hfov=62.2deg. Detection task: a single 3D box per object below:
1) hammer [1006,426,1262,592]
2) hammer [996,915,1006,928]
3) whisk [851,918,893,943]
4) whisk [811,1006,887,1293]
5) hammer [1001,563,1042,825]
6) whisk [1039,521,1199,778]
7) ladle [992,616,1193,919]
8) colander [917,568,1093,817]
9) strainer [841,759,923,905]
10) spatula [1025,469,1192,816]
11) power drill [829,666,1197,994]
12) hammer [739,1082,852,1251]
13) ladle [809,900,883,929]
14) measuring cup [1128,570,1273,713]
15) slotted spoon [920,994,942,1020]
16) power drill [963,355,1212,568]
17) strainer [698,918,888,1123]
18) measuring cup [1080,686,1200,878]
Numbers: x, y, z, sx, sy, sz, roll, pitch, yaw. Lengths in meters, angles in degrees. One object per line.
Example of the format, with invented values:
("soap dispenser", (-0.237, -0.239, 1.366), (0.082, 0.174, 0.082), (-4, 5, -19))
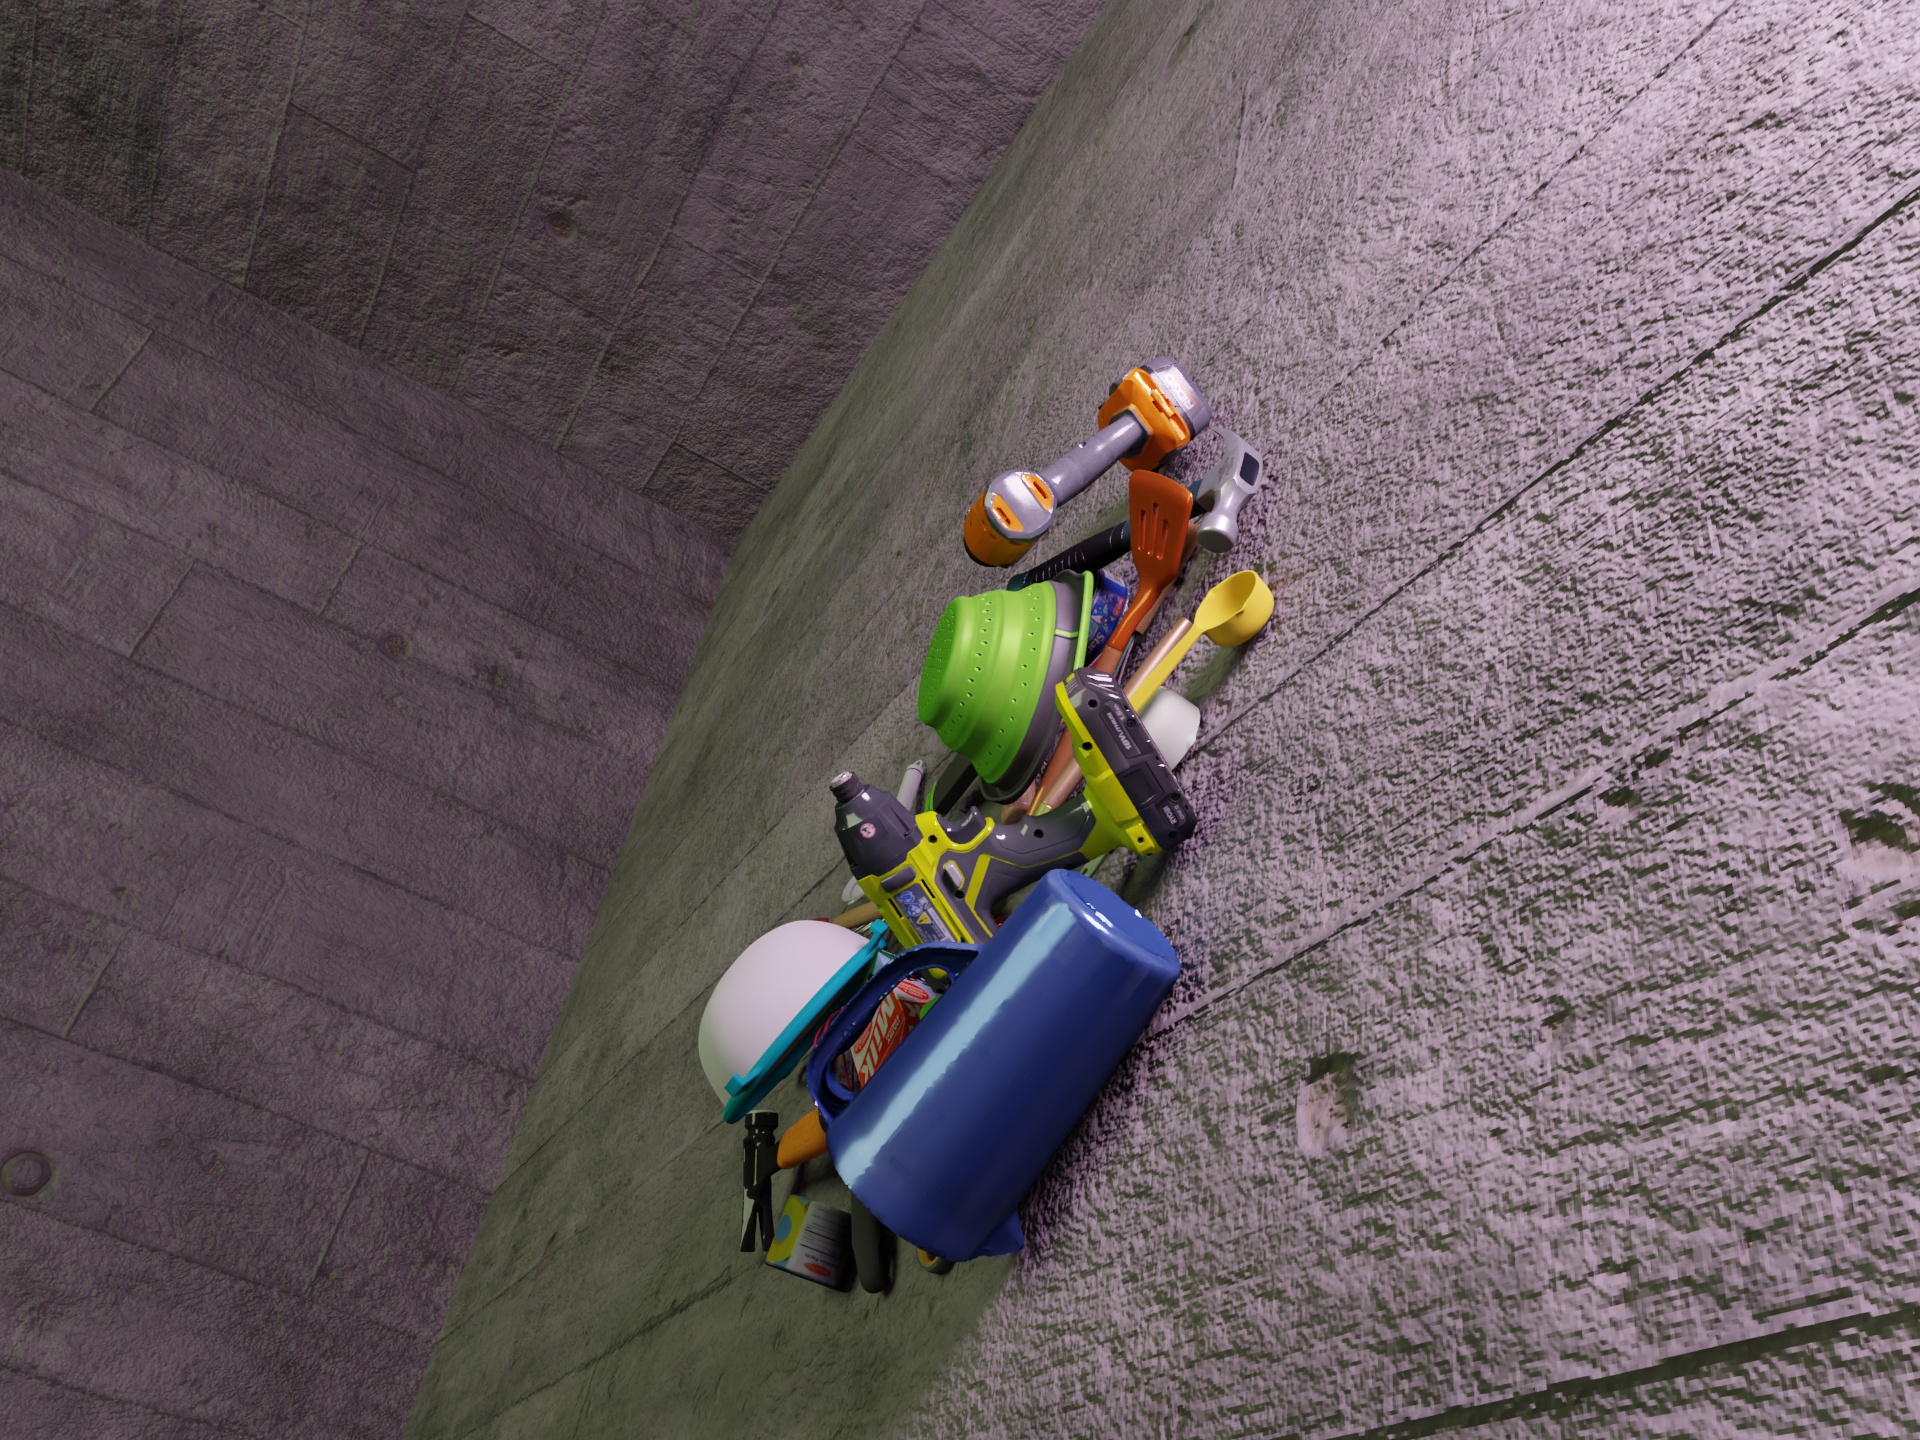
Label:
("hammer", (0.137, -0.153, 1.349), (0.331, 0.033, 0.128), (-23, 38, 56))
("hammer", (0.023, 0.158, 1.274), (0.149, 0.036, 0.359), (-36, 10, -4))
("whisk", (-0.062, 0.181, 1.522), (0.246, 0.059, 0.058), (-51, 46, 22))
("whisk", (-0.084, 0.347, 1.318), (0.073, 0.073, 0.296), (-55, 24, 25))
("hammer", (0.053, -0.012, 1.491), (0.130, 0.031, 0.332), (-52, 20, 32))
("whisk", (0.131, -0.056, 1.318), (0.245, 0.047, 0.051), (-59, 29, 0))
("ladle", (0.073, 0.038, 1.214), (0.320, 0.062, 0.078), (-52, 6, -12))
("colander", (-0.002, -0.004, 1.392), (0.397, 0.094, 0.205), (126, 157, -58))
("strainer", (-0.066, 0.117, 1.626), (0.087, 0.050, 0.259), (-31, 23, 29))
("spatula", (0.105, -0.038, 1.256), (0.081, 0.041, 0.322), (37, 105, 53))
("power drill", (0.033, 0.066, 1.094), (0.223, 0.171, 0.080), (-31, 13, 7))
("hammer", (-0.141, 0.368, 1.345), (0.336, 0.034, 0.127), (127, 145, -61))
("ladle", (-0.104, 0.190, 1.494), (0.069, 0.031, 0.315), (-47, 8, -31))
("measuring cup", (0.167, -0.041, 1.149), (0.156, 0.029, 0.062), (-49, 21, 4))
("slotted spoon", (-0.012, 0.207, 1.334), (0.314, 0.070, 0.031), (-131, 42, -78))
("power drill", (0.098, -0.215, 1.403), (0.226, 0.084, 0.164), (-37, 0, -15))
("strainer", (-0.177, 0.273, 1.479), (0.211, 0.095, 0.340), (-47, -7, -23))
("measuring cup", (0.115, 0.046, 1.164), (0.168, 0.038, 0.083), (-57, 16, -18))
